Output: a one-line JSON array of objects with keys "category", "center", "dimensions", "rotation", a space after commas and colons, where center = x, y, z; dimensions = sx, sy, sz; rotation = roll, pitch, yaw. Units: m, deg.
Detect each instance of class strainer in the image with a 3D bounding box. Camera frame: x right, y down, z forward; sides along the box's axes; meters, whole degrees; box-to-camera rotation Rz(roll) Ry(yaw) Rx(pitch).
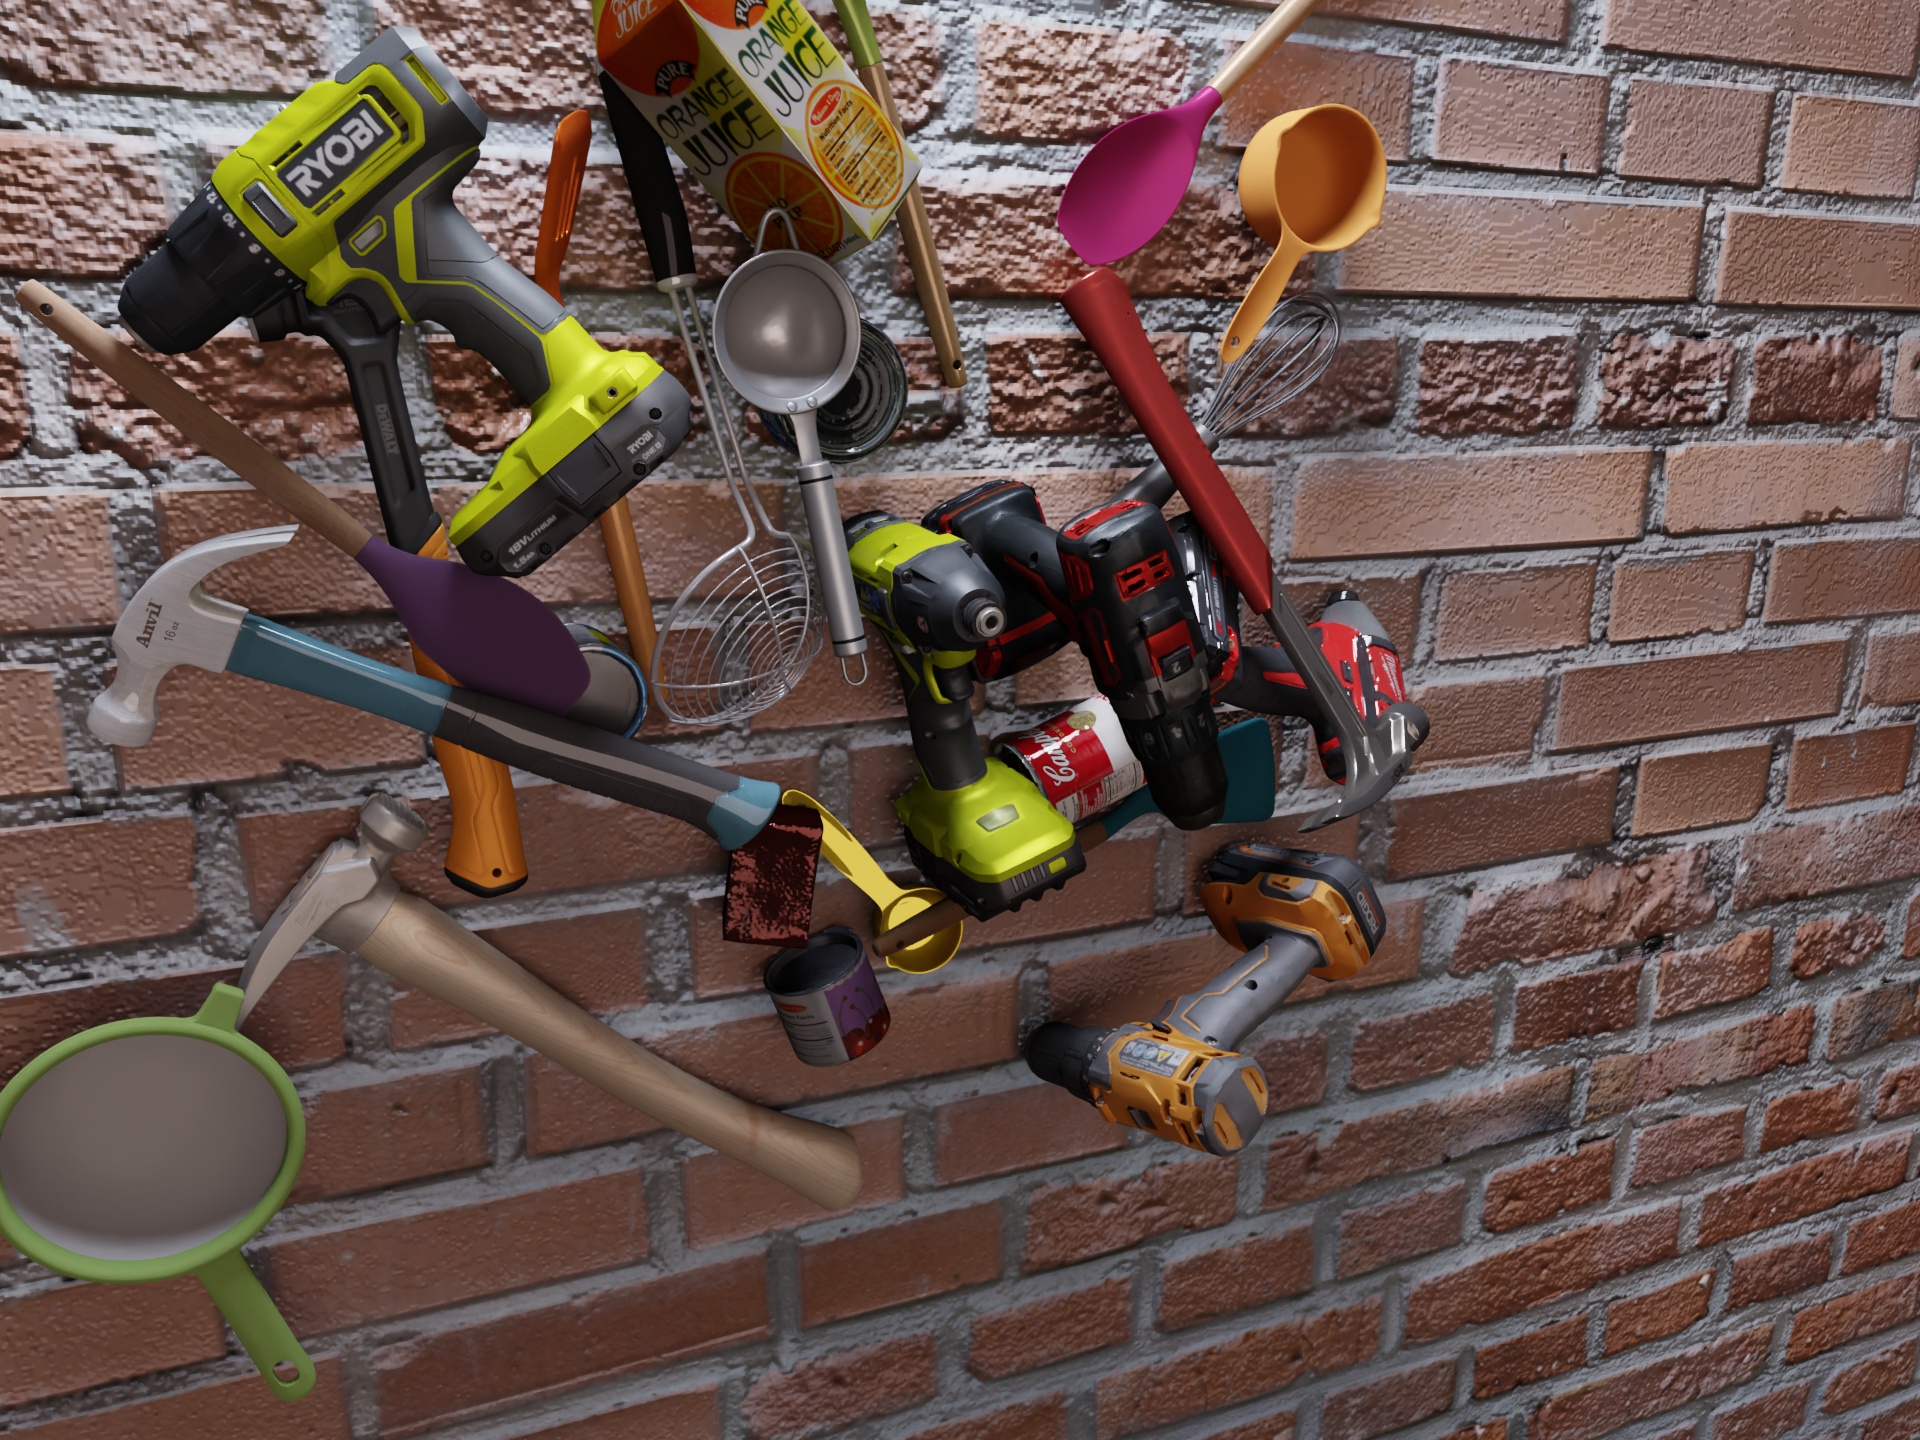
[{"category": "strainer", "center": [-0.414, 0.260, 0.863], "dimensions": [0.151, 0.069, 0.256], "rotation": [-25, 116, -16]}, {"category": "strainer", "center": [-0.083, -0.143, 0.867], "dimensions": [0.087, 0.050, 0.258], "rotation": [-17, 104, -26]}]

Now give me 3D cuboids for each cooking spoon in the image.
[{"category": "cooking spoon", "center": [0.174, -0.405, 0.988], "dimensions": [0.319, 0.017, 0.068], "rotation": [-47, 119, -6]}]

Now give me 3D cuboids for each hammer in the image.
[{"category": "hammer", "center": [0.161, -0.110, 0.964], "dimensions": [0.149, 0.036, 0.359], "rotation": [-32, 91, -47]}, {"category": "hammer", "center": [-0.272, -0.070, 0.837], "dimensions": [0.127, 0.034, 0.336], "rotation": [-14, 103, -20]}, {"category": "hammer", "center": [-0.223, 0.208, 0.959], "dimensions": [0.410, 0.038, 0.146], "rotation": [39, 87, -29]}, {"category": "hammer", "center": [-0.251, 0.000, 0.812], "dimensions": [0.330, 0.033, 0.128], "rotation": [20, 104, -21]}]

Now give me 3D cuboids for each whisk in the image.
[{"category": "whisk", "center": [0.157, -0.185, 1.026], "dimensions": [0.239, 0.055, 0.055], "rotation": [-46, 118, -3]}]

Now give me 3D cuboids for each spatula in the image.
[{"category": "spatula", "center": [-0.191, -0.159, 0.866], "dimensions": [0.041, 0.081, 0.322], "rotation": [-8, 114, 2]}, {"category": "spatula", "center": [-0.315, -0.104, 0.786], "dimensions": [0.315, 0.018, 0.060], "rotation": [40, 88, -23]}, {"category": "spatula", "center": [0.080, 0.085, 1.049], "dimensions": [0.317, 0.044, 0.082], "rotation": [-25, 121, -28]}]

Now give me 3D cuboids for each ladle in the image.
[{"category": "ladle", "center": [-0.038, -0.338, 0.885], "dimensions": [0.078, 0.062, 0.320], "rotation": [-25, 116, -17]}]

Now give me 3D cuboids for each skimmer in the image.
[{"category": "skimmer", "center": [-0.157, -0.175, 0.882], "dimensions": [0.127, 0.090, 0.363], "rotation": [-25, 104, -45]}]

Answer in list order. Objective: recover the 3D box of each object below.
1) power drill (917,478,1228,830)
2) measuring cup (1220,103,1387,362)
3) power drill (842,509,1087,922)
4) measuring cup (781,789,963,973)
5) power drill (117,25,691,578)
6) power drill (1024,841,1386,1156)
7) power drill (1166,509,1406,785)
[{"category": "power drill", "center": [0.070, -0.045, 0.918], "dimensions": [0.080, 0.227, 0.187], "rotation": [-28, 114, -16]}, {"category": "measuring cup", "center": [0.199, -0.305, 1.010], "dimensions": [0.095, 0.052, 0.173], "rotation": [28, 93, -29]}, {"category": "power drill", "center": [-0.001, -0.003, 0.932], "dimensions": [0.080, 0.171, 0.223], "rotation": [-25, 117, -18]}, {"category": "measuring cup", "center": [-0.061, 0.099, 1.017], "dimensions": [0.062, 0.029, 0.156], "rotation": [-46, 106, -10]}, {"category": "power drill", "center": [-0.260, -0.181, 0.762], "dimensions": [0.190, 0.080, 0.228], "rotation": [-40, 108, 1]}, {"category": "power drill", "center": [0.162, 0.184, 1.081], "dimensions": [0.226, 0.185, 0.084], "rotation": [-46, 120, -29]}, {"category": "power drill", "center": [0.206, -0.049, 1.049], "dimensions": [0.219, 0.078, 0.143], "rotation": [19, 56, -31]}]
